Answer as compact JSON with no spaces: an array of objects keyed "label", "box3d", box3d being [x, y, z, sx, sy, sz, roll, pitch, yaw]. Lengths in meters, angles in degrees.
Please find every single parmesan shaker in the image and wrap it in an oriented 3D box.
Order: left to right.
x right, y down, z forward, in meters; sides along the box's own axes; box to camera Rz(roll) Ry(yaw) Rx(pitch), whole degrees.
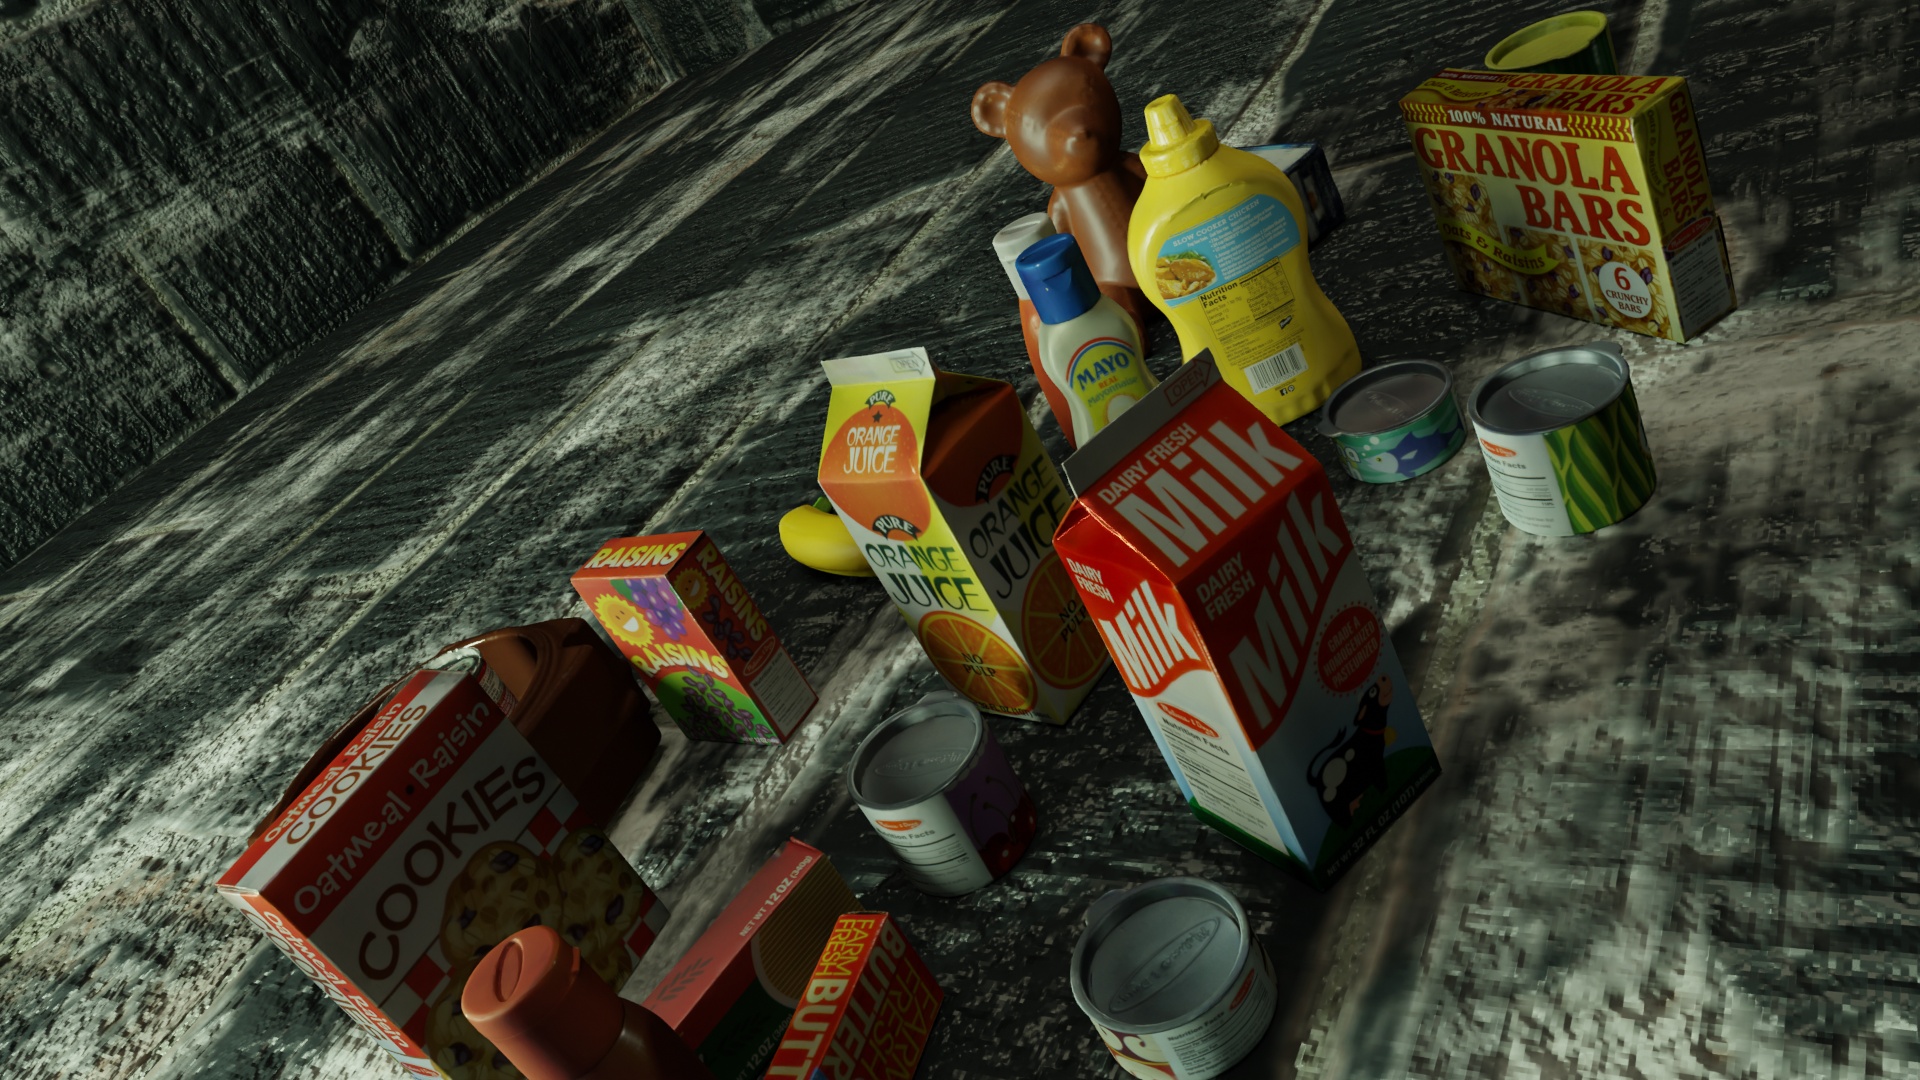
[{"label":"parmesan shaker","box3d":[0.354,-0.244,0.809,0.071,0.102,0.071,-23,28,13]}]

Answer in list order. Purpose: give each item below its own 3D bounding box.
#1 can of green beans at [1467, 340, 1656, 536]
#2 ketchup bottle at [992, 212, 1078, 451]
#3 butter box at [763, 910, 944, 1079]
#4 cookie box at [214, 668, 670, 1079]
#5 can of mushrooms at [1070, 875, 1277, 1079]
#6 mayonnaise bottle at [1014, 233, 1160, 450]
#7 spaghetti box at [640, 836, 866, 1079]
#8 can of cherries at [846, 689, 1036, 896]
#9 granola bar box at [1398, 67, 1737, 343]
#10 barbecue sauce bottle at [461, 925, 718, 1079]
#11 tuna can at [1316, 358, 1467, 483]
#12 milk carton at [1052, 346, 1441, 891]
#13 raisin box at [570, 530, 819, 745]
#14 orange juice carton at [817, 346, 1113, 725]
[{"label":"can of green beans","box3d":[0.264,-0.044,0.609,0.071,0.057,0.071,-23,28,13]},{"label":"ketchup bottle","box3d":[0.067,-0.122,0.828,0.064,0.148,0.044,-5,36,39]},{"label":"butter box","box3d":[-0.042,0.193,0.509,0.024,0.053,0.104,-12,32,31]},{"label":"cookie box","box3d":[-0.218,0.158,0.610,0.040,0.167,0.123,-7,35,37]},{"label":"can of mushrooms","box3d":[0.074,0.152,0.488,0.071,0.033,0.071,-23,28,13]},{"label":"mayonnaise bottle","box3d":[0.077,-0.100,0.784,0.065,0.147,0.041,-27,27,6]},{"label":"spaghetti box","box3d":[-0.128,0.226,0.539,0.028,0.050,0.251,4,42,47]},{"label":"can of cherries","box3d":[-0.006,0.110,0.608,0.071,0.058,0.072,-23,28,13]},{"label":"granola bar box","box3d":[0.310,-0.178,0.719,0.039,0.123,0.166,-34,28,-8]},{"label":"barbecue sauce bottle","box3d":[-0.109,0.192,0.472,0.044,0.148,0.065,-29,27,1]},{"label":"tuna can","box3d":[0.219,-0.060,0.706,0.071,0.032,0.071,-23,28,13]},{"label":"milk carton","box3d":[0.099,0.028,0.503,0.072,0.190,0.073,-39,29,-18]},{"label":"raisin box","box3d":[-0.145,0.054,0.762,0.086,0.123,0.040,-3,37,41]},{"label":"orange juice carton","box3d":[0.002,-0.008,0.653,0.072,0.192,0.073,2,41,46]}]
